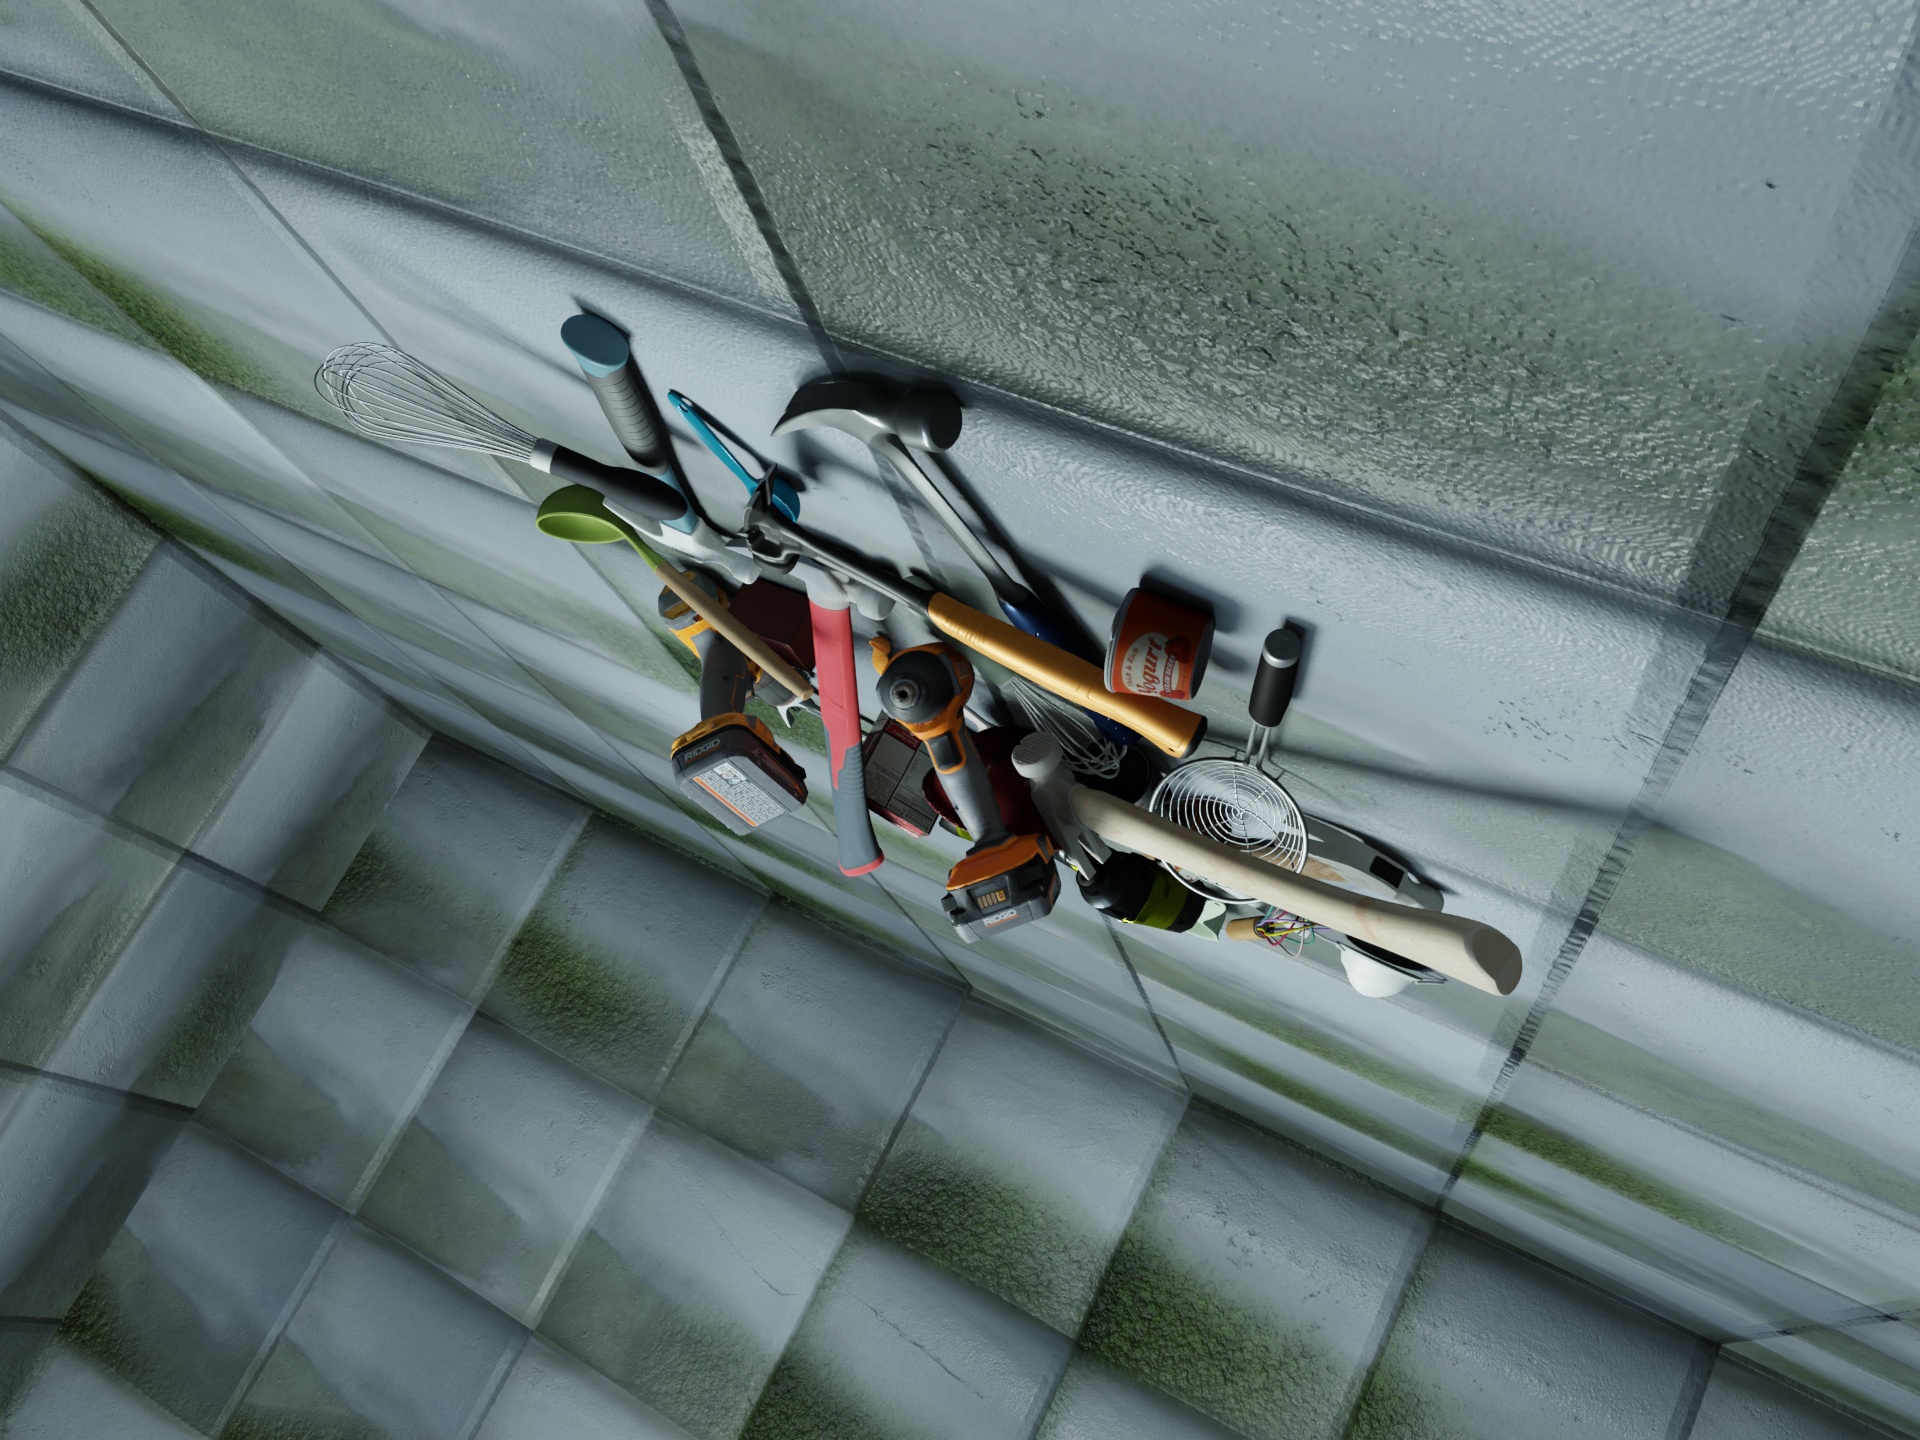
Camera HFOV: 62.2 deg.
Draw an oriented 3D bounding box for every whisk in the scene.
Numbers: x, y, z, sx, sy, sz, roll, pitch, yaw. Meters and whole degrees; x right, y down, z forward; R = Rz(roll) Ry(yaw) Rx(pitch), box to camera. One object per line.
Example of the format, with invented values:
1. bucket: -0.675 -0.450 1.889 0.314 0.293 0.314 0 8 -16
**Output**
1. whisk: 0.273 0.184 1.423 0.051 0.047 0.245 45 170 3
2. whisk: 0.042 -0.033 1.232 0.058 0.059 0.246 -33 120 31
3. whisk: -0.332 -0.206 1.161 0.284 0.070 0.070 21 165 -2

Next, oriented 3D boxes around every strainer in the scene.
1. strainer: 0.332 0.201 1.502 0.258 0.050 0.087 31 180 3

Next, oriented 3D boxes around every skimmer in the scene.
1. skimmer: 0.194 0.040 1.102 0.127 0.090 0.363 27 165 14

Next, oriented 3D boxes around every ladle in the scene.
1. ladle: -0.238 -0.102 1.319 0.320 0.062 0.078 39 -175 26

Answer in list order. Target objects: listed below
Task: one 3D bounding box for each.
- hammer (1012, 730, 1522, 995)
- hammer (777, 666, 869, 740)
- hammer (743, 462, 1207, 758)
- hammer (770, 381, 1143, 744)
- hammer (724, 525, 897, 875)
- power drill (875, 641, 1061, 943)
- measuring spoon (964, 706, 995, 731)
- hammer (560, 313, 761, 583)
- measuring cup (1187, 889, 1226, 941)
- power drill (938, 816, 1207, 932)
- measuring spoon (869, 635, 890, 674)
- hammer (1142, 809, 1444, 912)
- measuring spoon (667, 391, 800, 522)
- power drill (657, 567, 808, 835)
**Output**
1. hammer: 0.206 0.114 1.124 0.411 0.038 0.146 20 150 46
2. hammer: -0.017 0.065 1.674 0.409 0.036 0.149 29 166 -5
3. hammer: 0.010 -0.064 1.053 0.337 0.034 0.127 27 166 3
4. hammer: 0.025 -0.093 1.065 0.144 0.035 0.405 16 161 38
5. hammer: -0.114 -0.001 1.354 0.143 0.038 0.385 23 142 20
6. power drill: 0.000 0.049 1.225 0.164 0.084 0.226 -27 -84 -80
7. measuring spoon: -0.002 -0.005 1.445 0.124 0.018 0.034 36 163 -26
8. hammer: -0.231 -0.198 1.180 0.128 0.033 0.330 24 165 10
9. measuring cup: 0.243 0.182 1.597 0.083 0.038 0.167 28 163 0
10. power drill: 0.095 0.114 1.434 0.223 0.080 0.171 29 -175 38
11. measuring spoon: -0.068 -0.056 1.414 0.021 0.011 0.117 27 169 6
12. hammer: 0.257 0.120 1.373 0.130 0.031 0.331 34 165 -22
13. measuring spoon: -0.156 -0.189 1.120 0.128 0.021 0.042 47 159 -27
14. power drill: -0.198 -0.009 1.458 0.084 0.226 0.185 -26 141 15
